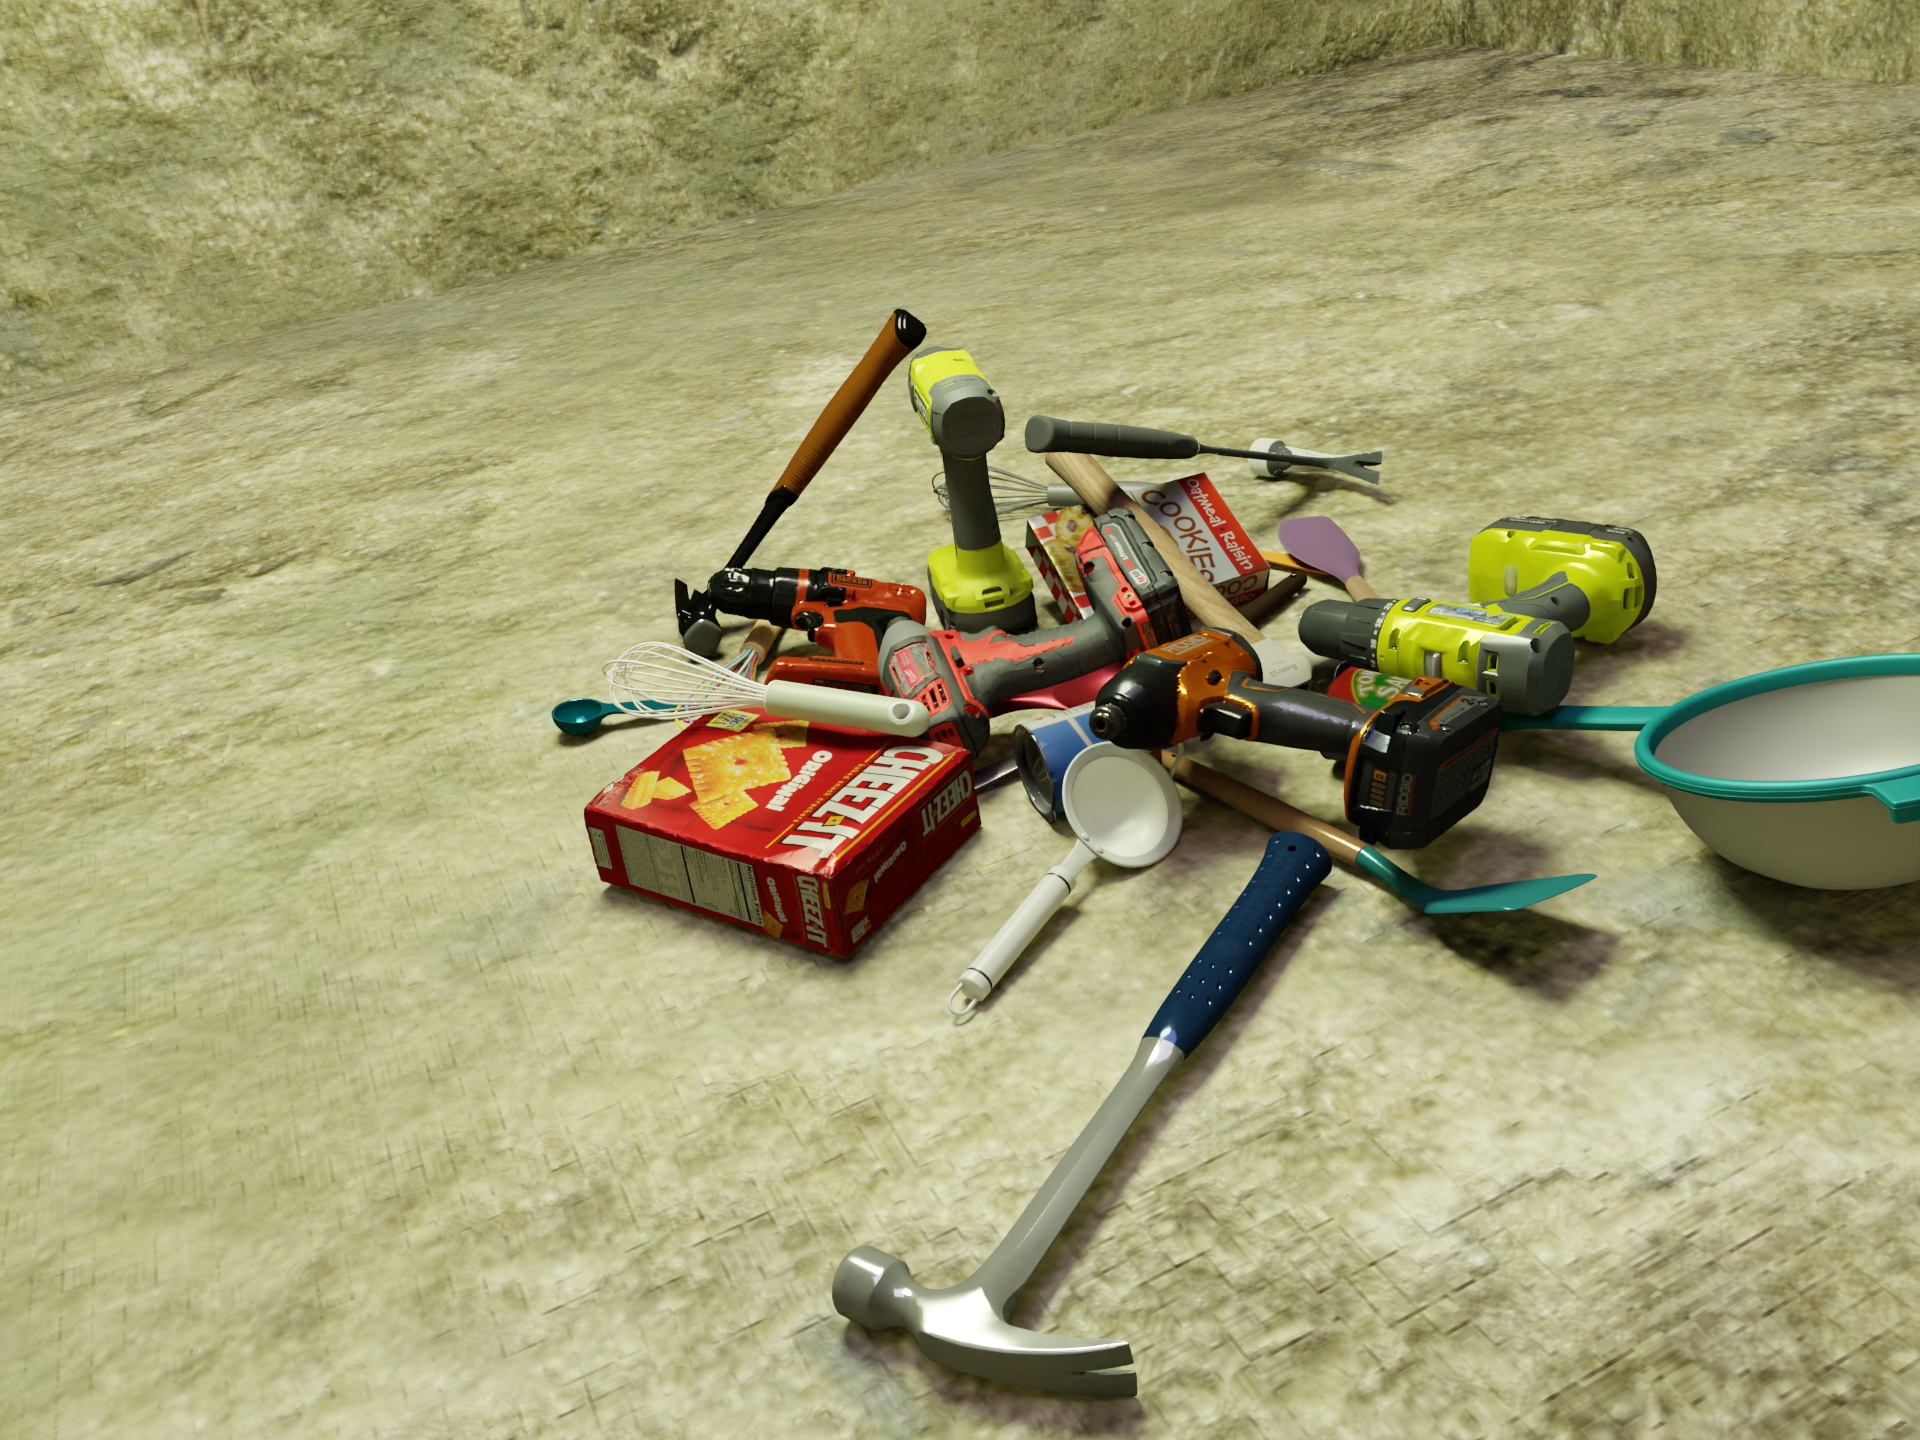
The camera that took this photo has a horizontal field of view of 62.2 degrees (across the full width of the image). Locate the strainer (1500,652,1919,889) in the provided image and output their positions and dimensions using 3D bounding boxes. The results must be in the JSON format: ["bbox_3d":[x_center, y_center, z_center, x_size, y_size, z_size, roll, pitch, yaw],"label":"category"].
[{"bbox_3d":[0.469,0.036,0.954,0.211,0.095,0.340,-24,13,-28],"label":"strainer"}]

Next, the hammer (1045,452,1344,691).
[{"bbox_3d":[0.161,-0.123,1.255,0.130,0.031,0.332,-20,49,-21],"label":"hammer"}]

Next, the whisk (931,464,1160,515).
[{"bbox_3d":[0.087,-0.220,1.526,0.239,0.055,0.055,3,32,14],"label":"whisk"}]

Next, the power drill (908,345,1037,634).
[{"bbox_3d":[0.003,-0.193,1.324,0.080,0.223,0.171,-13,30,-7],"label":"power drill"}]

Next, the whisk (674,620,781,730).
[{"bbox_3d":[-0.181,-0.047,1.309,0.047,0.051,0.245,-8,26,14],"label":"whisk"}]

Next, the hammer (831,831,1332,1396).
[{"bbox_3d":[0.107,0.183,0.838,0.144,0.035,0.405,11,36,32],"label":"hammer"}]

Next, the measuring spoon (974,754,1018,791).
[{"bbox_3d":[0.026,0.030,1.129,0.124,0.018,0.034,-25,34,-12],"label":"measuring spoon"}]

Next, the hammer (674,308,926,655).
[{"bbox_3d":[-0.141,-0.212,1.373,0.337,0.034,0.127,-52,27,13],"label":"hammer"}]

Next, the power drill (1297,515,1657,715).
[{"bbox_3d":[0.374,-0.079,1.141,0.191,0.080,0.228,16,31,43],"label":"power drill"}]

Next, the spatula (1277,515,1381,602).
[{"bbox_3d":[0.322,-0.098,1.270,0.059,0.018,0.316,-7,31,-6],"label":"spatula"}]

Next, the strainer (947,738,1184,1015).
[{"bbox_3d":[0.065,0.096,0.996,0.087,0.050,0.258,44,52,1],"label":"strainer"}]

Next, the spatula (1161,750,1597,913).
[{"bbox_3d":[0.235,0.065,0.996,0.082,0.044,0.318,-13,25,-34],"label":"spatula"}]

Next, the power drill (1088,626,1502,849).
[{"bbox_3d":[0.198,0.005,0.988,0.227,0.084,0.164,19,25,34],"label":"power drill"}]

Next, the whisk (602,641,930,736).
[{"bbox_3d":[-0.138,-0.016,1.103,0.246,0.059,0.058,9,66,17],"label":"whisk"}]

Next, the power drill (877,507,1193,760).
[{"bbox_3d":[0.046,-0.060,1.150,0.219,0.078,0.143,-25,44,0],"label":"power drill"}]

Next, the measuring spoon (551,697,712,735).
[{"bbox_3d":[-0.265,-0.002,1.287,0.128,0.021,0.042,-3,29,-7],"label":"measuring spoon"}]

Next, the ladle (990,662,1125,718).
[{"bbox_3d":[-0.002,-0.004,1.182,0.315,0.031,0.069,-12,39,7],"label":"ladle"}]

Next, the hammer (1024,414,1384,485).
[{"bbox_3d":[0.205,-0.230,1.358,0.408,0.036,0.149,-5,14,-44],"label":"hammer"}]

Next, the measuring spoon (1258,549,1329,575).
[{"bbox_3d":[0.283,-0.133,1.358,0.117,0.011,0.021,16,37,30],"label":"measuring spoon"}]

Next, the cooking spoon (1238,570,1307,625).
[{"bbox_3d":[0.177,-0.046,1.229,0.069,0.017,0.319,18,40,40],"label":"cooking spoon"}]
